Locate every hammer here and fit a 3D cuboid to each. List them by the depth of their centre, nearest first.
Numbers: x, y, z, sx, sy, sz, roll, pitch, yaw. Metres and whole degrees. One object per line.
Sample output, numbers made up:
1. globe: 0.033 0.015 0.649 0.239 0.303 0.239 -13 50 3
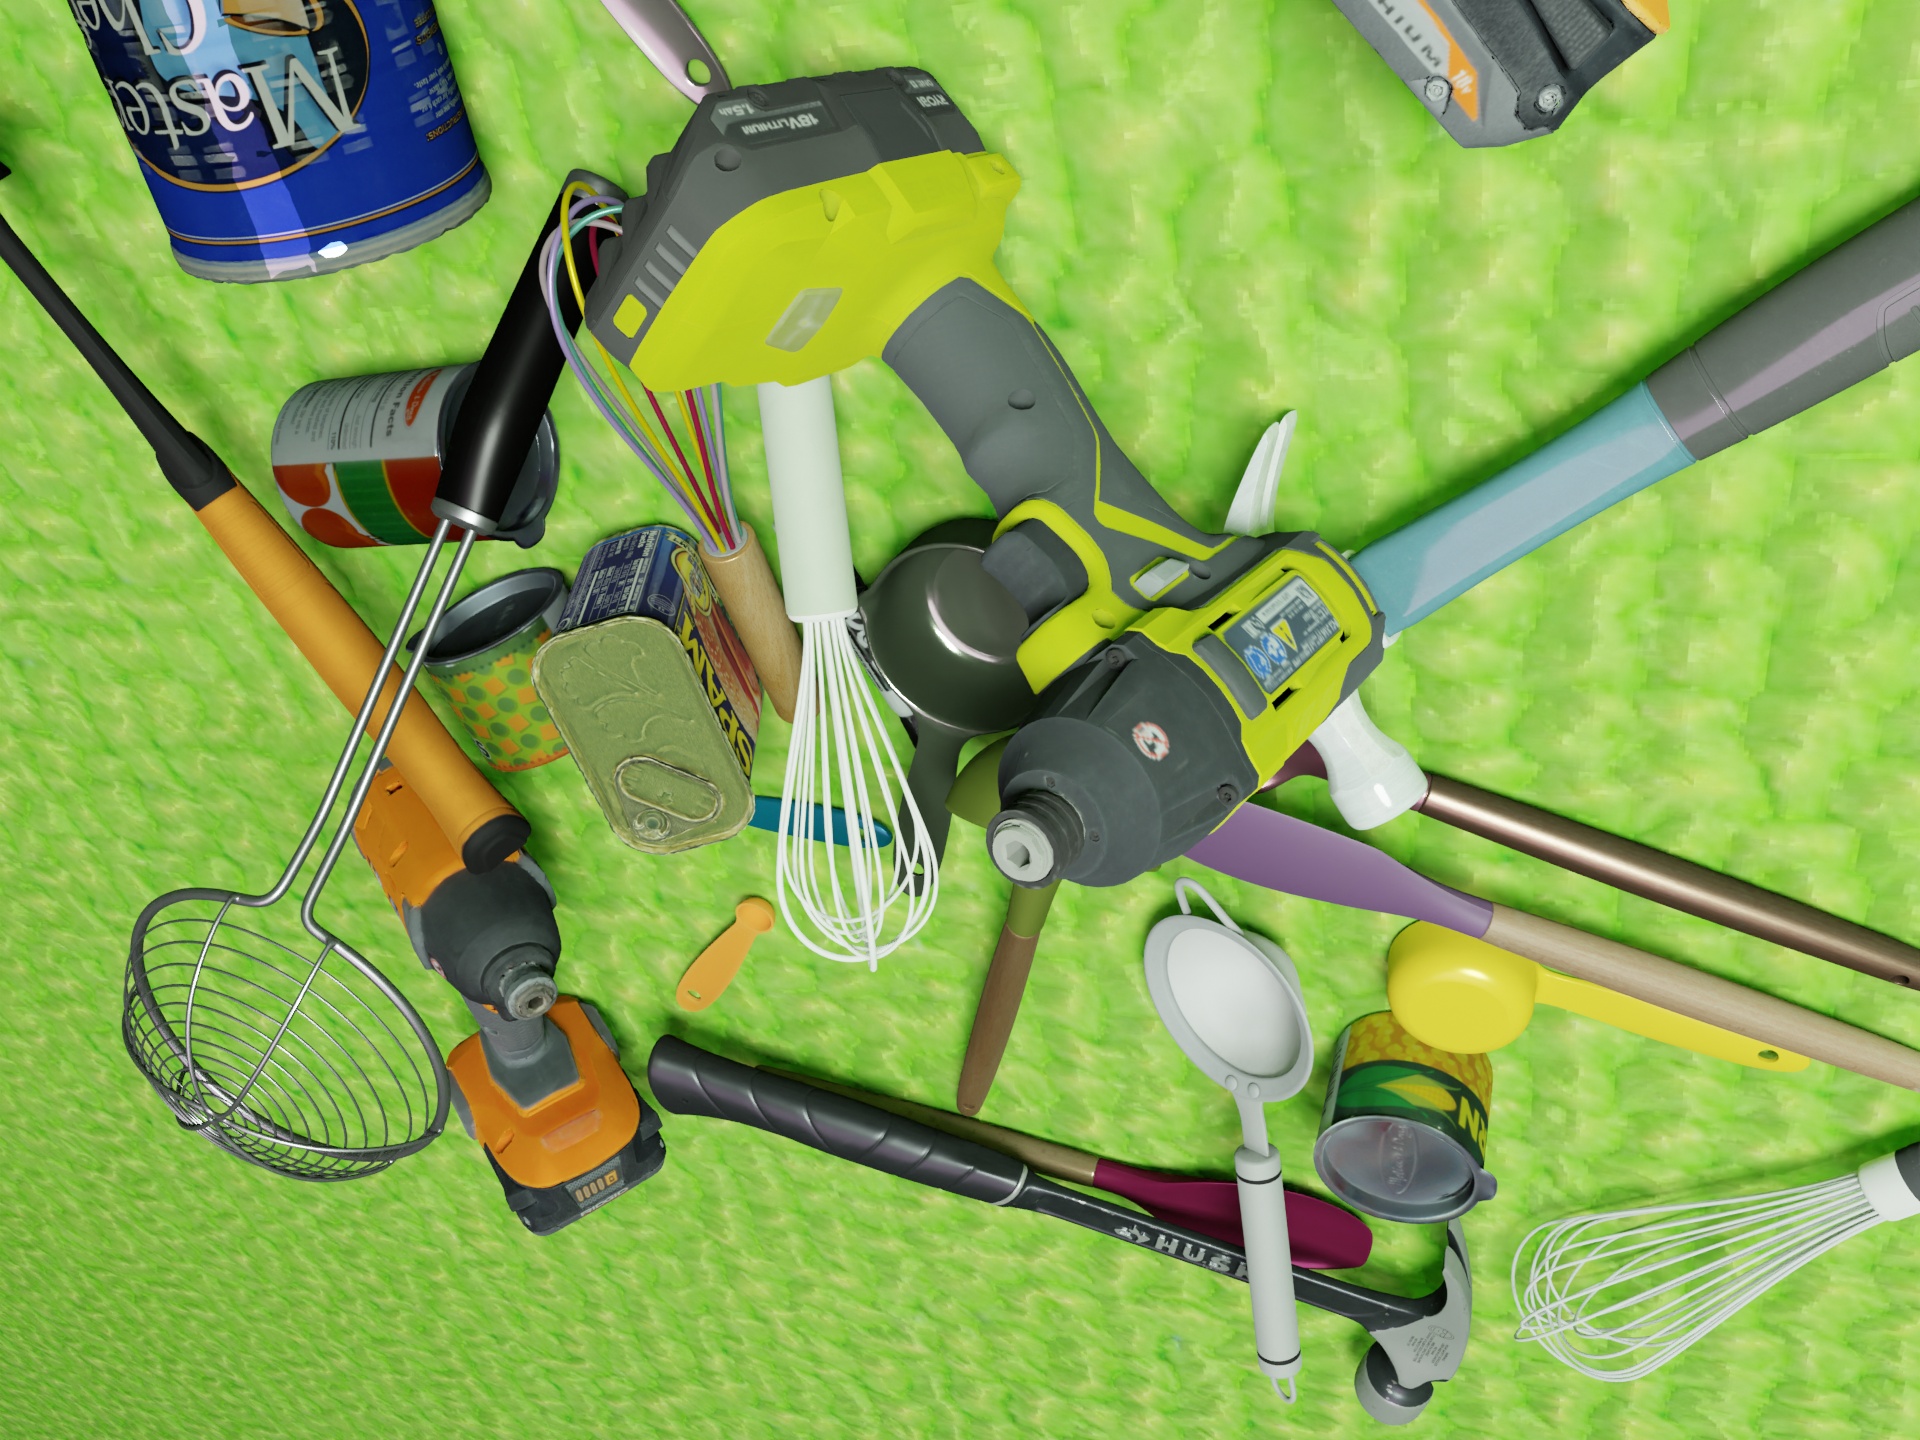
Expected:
1. hammer: 0.209 -0.089 0.436 0.331 0.033 0.128 -33 94 36
2. hammer: -0.281 -0.076 0.615 0.336 0.034 0.127 57 164 -20
3. hammer: 0.041 0.227 0.761 0.409 0.036 0.149 17 135 8

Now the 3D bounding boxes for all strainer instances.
1. strainer: 0.124 0.176 0.666 0.087 0.050 0.258 11 115 50

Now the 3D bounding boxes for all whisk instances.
1. whisk: -0.047 -0.030 0.554 0.058 0.059 0.246 -8 101 -6
2. whisk: -0.088 -0.082 0.560 0.051 0.047 0.244 -29 141 -9
3. whisk: 0.332 0.193 0.618 0.070 0.070 0.284 40 128 -11

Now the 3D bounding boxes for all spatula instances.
1. spatula: 0.214 0.082 0.580 0.316 0.018 0.059 19 152 0

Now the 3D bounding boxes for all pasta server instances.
1. pasta server: 0.189 0.041 0.565 0.316 0.040 0.060 20 148 6

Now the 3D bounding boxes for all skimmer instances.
1. skimmer: -0.187 -0.011 0.558 0.127 0.090 0.363 22 89 6

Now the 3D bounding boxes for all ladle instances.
1. ladle: 0.019 0.106 0.653 0.078 0.062 0.320 16 143 4

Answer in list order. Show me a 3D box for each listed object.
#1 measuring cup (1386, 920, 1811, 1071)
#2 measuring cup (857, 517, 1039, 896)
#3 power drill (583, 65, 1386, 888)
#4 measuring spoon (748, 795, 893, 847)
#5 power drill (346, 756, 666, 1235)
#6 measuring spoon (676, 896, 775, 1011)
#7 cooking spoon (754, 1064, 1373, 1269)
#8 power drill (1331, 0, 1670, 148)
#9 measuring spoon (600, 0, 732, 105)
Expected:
1. measuring cup: 0.241 0.117 0.609 0.156 0.029 0.062 14 132 16
2. measuring cup: -0.001 -0.002 0.603 0.083 0.038 0.167 21 128 11
3. power drill: 0.008 -0.066 0.438 0.223 0.171 0.080 51 131 4
4. measuring spoon: -0.092 0.047 0.703 0.129 0.021 0.042 8 130 20
5. power drill: -0.210 0.140 0.753 0.164 0.084 0.226 41 148 43
6. measuring spoon: -0.116 0.116 0.784 0.021 0.011 0.117 33 137 -6
7. cooking spoon: 0.043 0.217 0.790 0.319 0.017 0.068 12 135 14
8. power drill: 0.181 -0.222 0.323 0.185 0.084 0.226 42 127 -14
9. measuring spoon: -0.109 -0.239 0.483 0.034 0.018 0.124 -21 124 35
